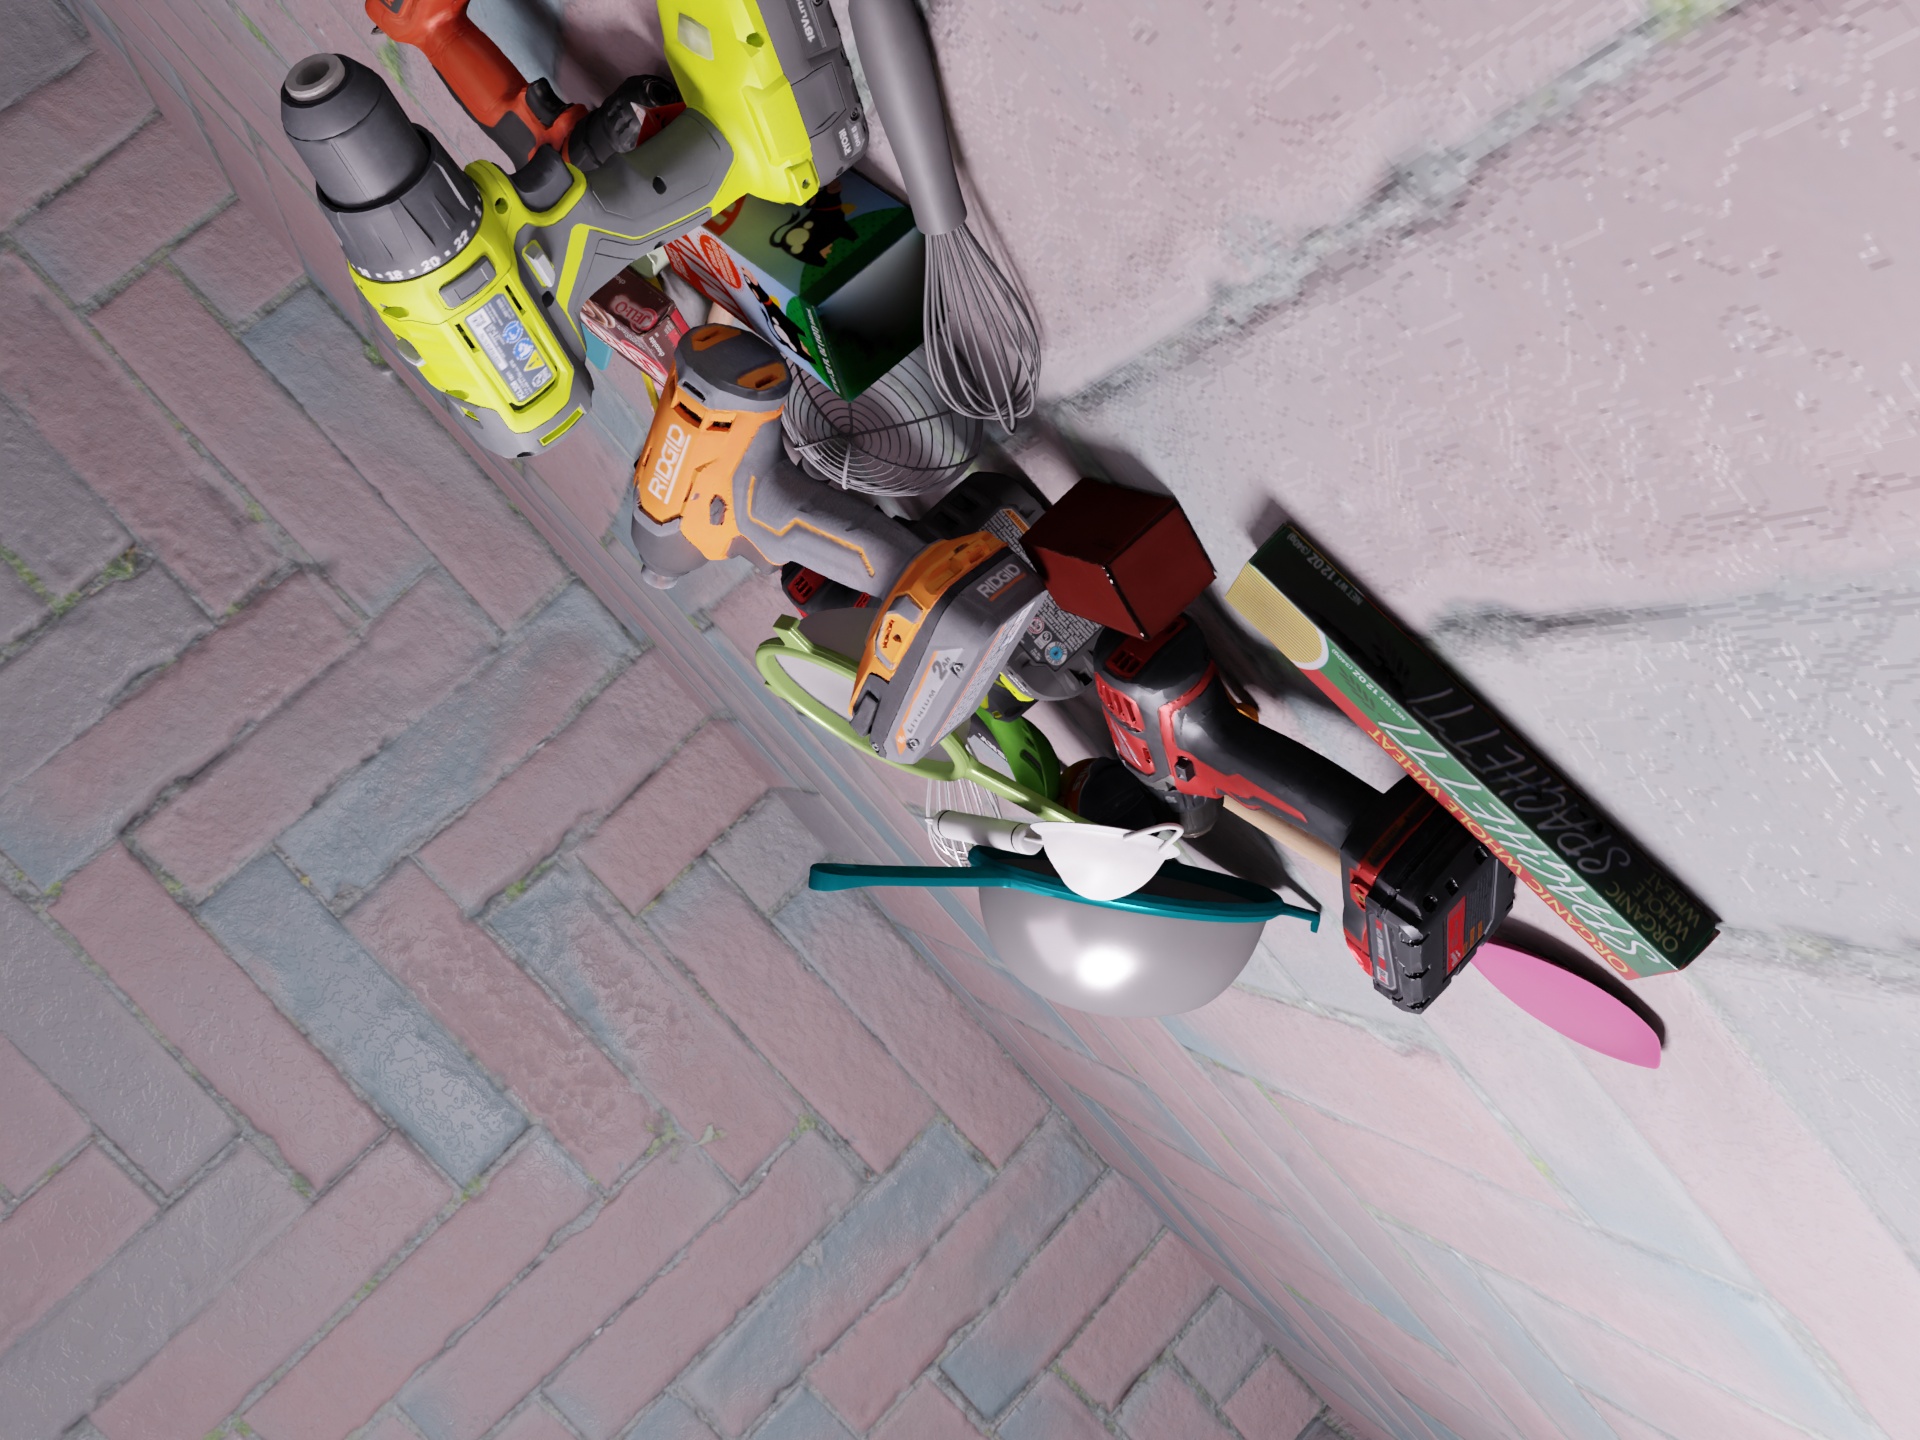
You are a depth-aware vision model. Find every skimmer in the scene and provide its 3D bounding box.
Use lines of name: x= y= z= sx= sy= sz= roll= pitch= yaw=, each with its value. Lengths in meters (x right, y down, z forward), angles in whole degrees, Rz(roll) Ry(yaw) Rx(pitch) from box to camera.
skimmer: x=-0.068 y=-0.187 z=1.003 sx=0.127 sy=0.090 sz=0.363 roll=37 pitch=179 yaw=-10

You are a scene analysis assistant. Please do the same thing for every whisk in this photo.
whisk: x=-0.007 y=-0.220 z=0.687 sx=0.055 sy=0.055 sz=0.238 roll=37 pitch=159 yaw=38
whisk: x=-0.012 y=-0.008 z=1.130 sx=0.059 sy=0.058 sz=0.246 roll=-24 pitch=-76 yaw=-65

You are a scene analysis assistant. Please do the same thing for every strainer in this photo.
strainer: x=-0.002 y=-0.003 z=0.990 sx=0.256 sy=0.069 sz=0.151 roll=29 pitch=164 yaw=-1
strainer: x=0.050 y=0.139 z=1.023 sx=0.340 sy=0.095 sz=0.211 roll=5 pitch=-176 yaw=-34
strainer: x=0.046 y=0.075 z=0.963 sx=0.086 sy=0.050 sz=0.258 roll=19 pitch=173 yaw=-30

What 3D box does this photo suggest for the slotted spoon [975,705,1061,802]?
slotted spoon: x=-0.014 y=-0.047 z=1.179 sx=0.314 sy=0.031 sz=0.070 roll=50 pitch=152 yaw=33

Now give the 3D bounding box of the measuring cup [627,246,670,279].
measuring cup: x=-0.203 y=-0.310 z=1.061 sx=0.083 sy=0.038 sz=0.167 roll=41 pitch=171 yaw=20

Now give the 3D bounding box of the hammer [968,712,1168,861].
hammer: x=0.089 y=0.067 z=1.255 sx=0.335 sy=0.035 sz=0.146 roll=41 pitch=165 yaw=23

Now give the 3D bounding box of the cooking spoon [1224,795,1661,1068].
cooking spoon: x=0.239 y=0.094 z=0.875 sx=0.319 sy=0.017 sz=0.068 roll=33 pitch=159 yaw=39

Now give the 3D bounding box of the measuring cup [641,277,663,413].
measuring cup: x=-0.223 y=-0.264 z=1.185 sx=0.062 sy=0.029 sz=0.156 roll=45 pitch=154 yaw=50

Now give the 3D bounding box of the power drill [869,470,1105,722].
power drill: x=0.009 y=-0.078 z=0.989 sx=0.171 sy=0.080 sz=0.223 roll=48 pitch=170 yaw=-7

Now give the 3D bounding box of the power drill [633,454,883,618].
power drill: x=-0.130 y=-0.131 z=1.175 sx=0.220 sy=0.078 sz=0.143 roll=44 pitch=180 yaw=24

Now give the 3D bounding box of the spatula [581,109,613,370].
spatula: x=-0.270 y=-0.347 z=1.142 sx=0.082 sy=0.044 sz=0.317 roll=51 pitch=166 yaw=-1

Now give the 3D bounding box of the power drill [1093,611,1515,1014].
power drill: x=0.169 y=0.050 z=0.828 sx=0.227 sy=0.080 sz=0.187 roll=37 pitch=164 yaw=32

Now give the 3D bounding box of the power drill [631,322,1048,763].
power drill: x=-0.081 y=-0.083 z=0.850 sx=0.226 sy=0.084 sz=0.164 roll=40 pitch=132 yaw=9

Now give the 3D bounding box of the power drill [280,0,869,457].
power drill: x=-0.159 y=-0.243 z=0.676 sx=0.080 sy=0.228 sz=0.190 roll=40 pitch=165 yaw=29

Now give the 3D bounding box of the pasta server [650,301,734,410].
pasta server: x=-0.192 y=-0.263 z=1.158 sx=0.316 sy=0.040 sz=0.060 roll=163 pitch=94 yaw=-74

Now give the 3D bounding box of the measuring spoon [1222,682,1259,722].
measuring spoon: x=0.127 y=-0.041 z=0.869 sx=0.117 sy=0.011 sz=0.021 roll=52 pitch=158 yaw=-5
